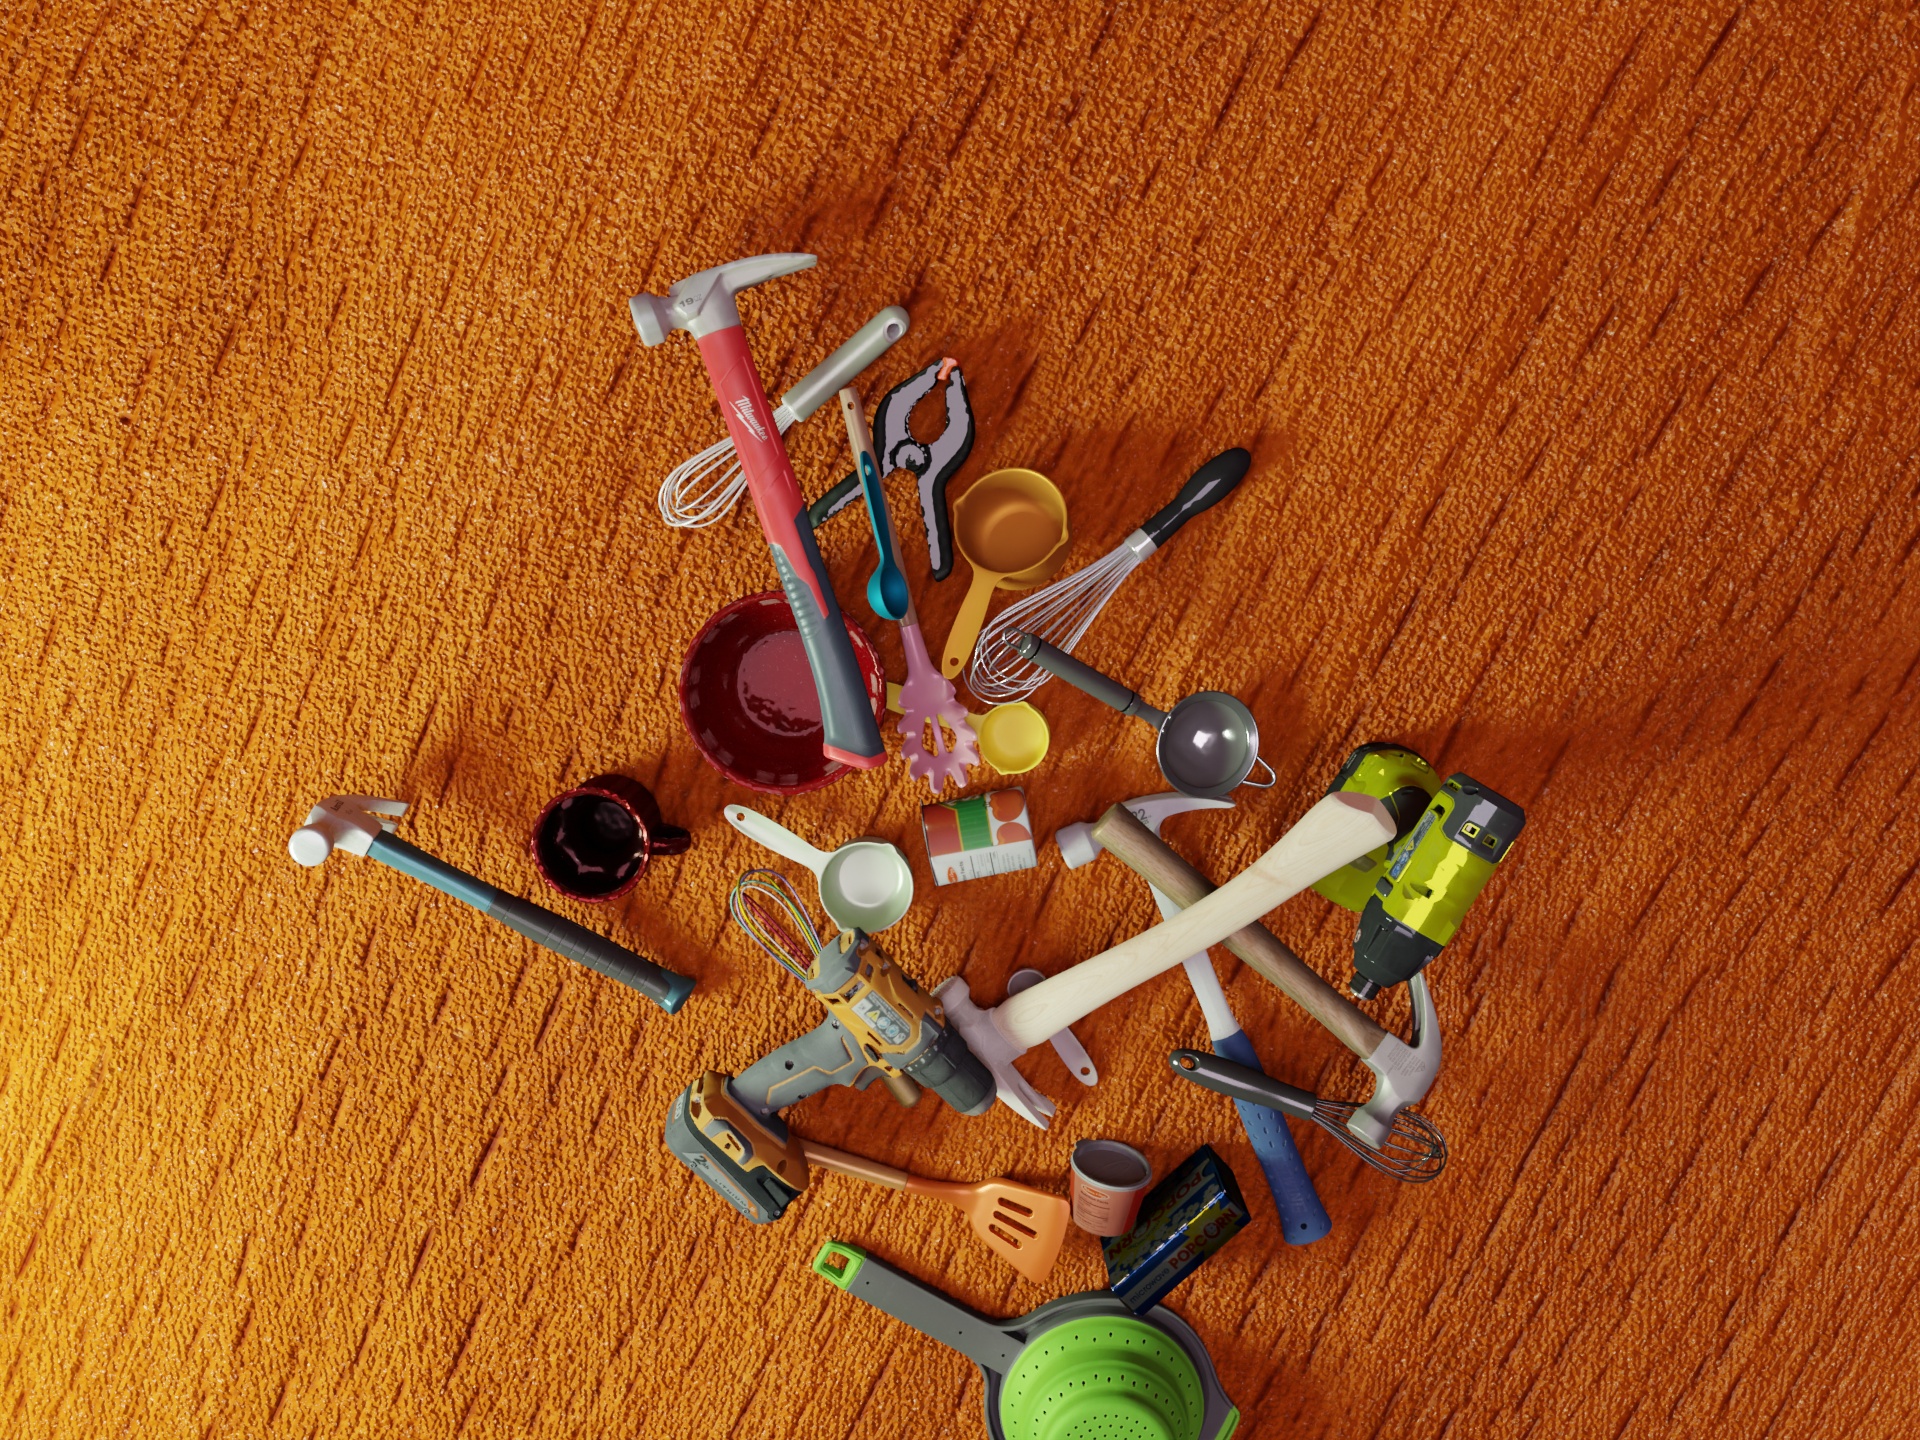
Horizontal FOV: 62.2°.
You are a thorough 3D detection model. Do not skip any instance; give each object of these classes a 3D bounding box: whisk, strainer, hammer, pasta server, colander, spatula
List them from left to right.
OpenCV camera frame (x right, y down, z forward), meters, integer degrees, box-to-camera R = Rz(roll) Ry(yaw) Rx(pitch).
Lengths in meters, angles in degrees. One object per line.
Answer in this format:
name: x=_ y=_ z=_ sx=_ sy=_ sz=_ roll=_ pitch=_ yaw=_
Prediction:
hammer: x=-0.361 y=0.150 z=1.266 sx=0.331 sy=0.128 sz=0.033 roll=30 pitch=100 yaw=-14
whisk: x=-0.136 y=-0.235 z=1.225 sx=0.246 sy=0.059 sz=0.057 roll=-40 pitch=134 yaw=3
hammer: x=-0.115 y=-0.152 z=1.191 sx=0.143 sy=0.038 sz=0.386 roll=-19 pitch=94 yaw=-4
whisk: x=-0.110 y=0.224 z=1.305 sx=0.051 sy=0.047 sz=0.245 roll=-34 pitch=101 yaw=5
spatula: x=-0.069 y=0.384 z=1.334 sx=0.322 sy=0.041 sz=0.081 roll=18 pitch=101 yaw=-2
pasta server: x=-0.046 y=-0.099 z=1.221 sx=0.060 sy=0.040 sz=0.316 roll=-14 pitch=103 yaw=1
colander: x=0.052 y=0.557 z=1.336 sx=0.397 sy=0.094 sz=0.204 roll=30 pitch=99 yaw=-5
whisk: x=0.117 y=-0.115 z=1.238 sx=0.284 sy=0.070 sz=0.070 roll=-41 pitch=98 yaw=2
strainer: x=0.138 y=-0.012 z=1.236 sx=0.258 sy=0.050 sz=0.087 roll=28 pitch=91 yaw=-22
hammer: x=0.160 y=0.180 z=1.220 sx=0.410 sy=0.038 sz=0.146 roll=-36 pitch=98 yaw=30
hammer: x=0.221 y=0.246 z=1.310 sx=0.144 sy=0.035 sz=0.405 roll=-23 pitch=99 yaw=4
hammer: x=0.240 y=0.180 z=1.250 sx=0.331 sy=0.031 sz=0.130 roll=40 pitch=78 yaw=-1
whisk: x=0.280 y=0.314 z=1.282 sx=0.239 sy=0.055 sz=0.055 roll=20 pitch=100 yaw=2

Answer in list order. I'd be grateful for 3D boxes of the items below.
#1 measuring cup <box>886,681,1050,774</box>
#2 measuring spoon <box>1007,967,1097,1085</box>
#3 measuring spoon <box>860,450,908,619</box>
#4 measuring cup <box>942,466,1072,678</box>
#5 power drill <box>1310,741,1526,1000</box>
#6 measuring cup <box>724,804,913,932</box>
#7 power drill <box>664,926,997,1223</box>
measuring cup: x=-0.002 y=-0.004 z=1.277 sx=0.156 sy=0.029 sz=0.062 roll=19 pitch=103 yaw=9
measuring spoon: x=0.080 y=0.254 z=1.326 sx=0.034 sy=0.018 sz=0.124 roll=-30 pitch=105 yaw=13
measuring spoon: x=-0.066 y=-0.137 z=1.191 sx=0.021 sy=0.042 sz=0.128 roll=-11 pitch=91 yaw=27
measuring cup: x=0.027 y=-0.105 z=1.215 sx=0.095 sy=0.052 sz=0.174 roll=19 pitch=81 yaw=18
power drill: x=0.323 y=0.106 z=1.188 sx=0.080 sy=0.223 sz=0.171 roll=30 pitch=99 yaw=-5
measuring cup: x=-0.115 y=0.109 z=1.288 sx=0.167 sy=0.038 sz=0.083 roll=30 pitch=99 yaw=-3
power drill: x=-0.099 y=0.299 z=1.272 sx=0.226 sy=0.084 sz=0.185 roll=-43 pitch=105 yaw=6
